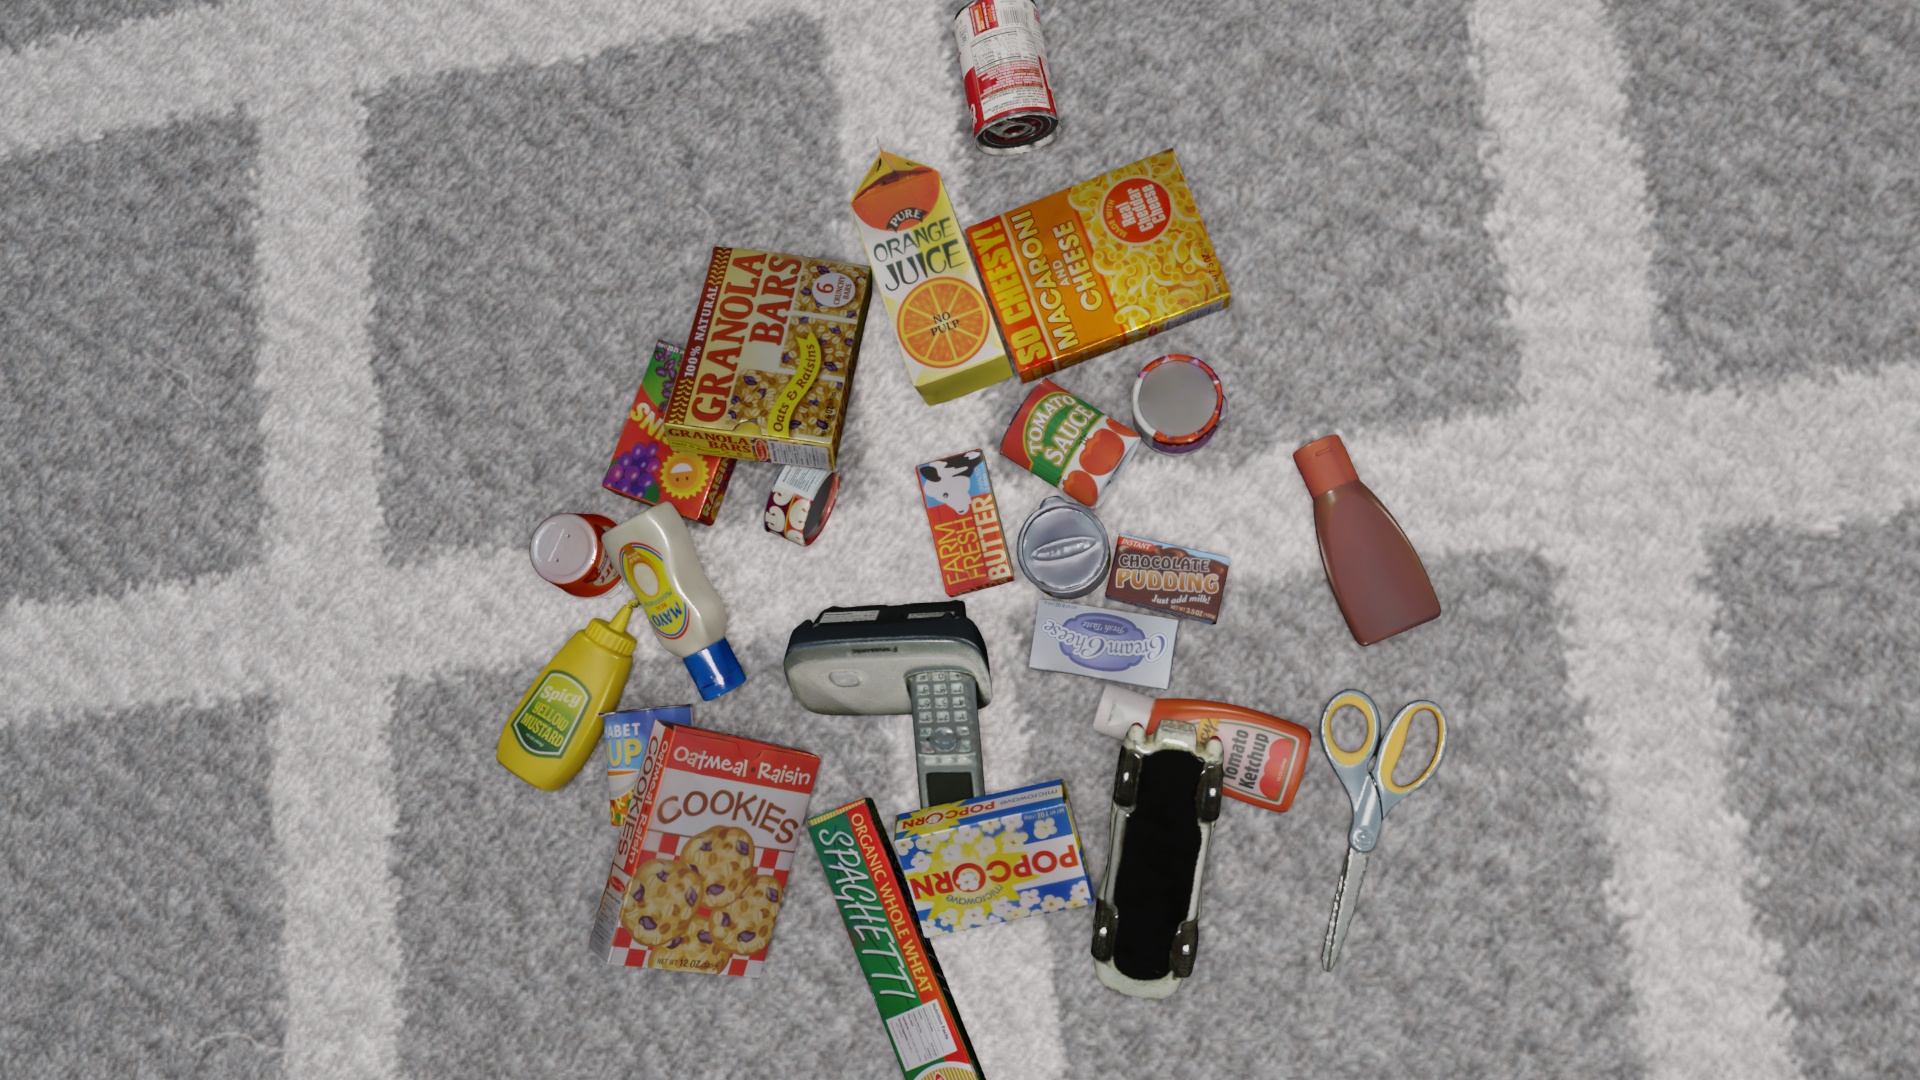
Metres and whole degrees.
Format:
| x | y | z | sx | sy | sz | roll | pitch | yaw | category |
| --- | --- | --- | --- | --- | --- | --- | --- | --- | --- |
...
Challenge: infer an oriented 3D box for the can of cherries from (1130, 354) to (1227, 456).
| x | y | z | sx | sy | sz | roll | pitch | yaw | category |
| --- | --- | --- | --- | --- | --- | --- | --- | --- | --- |
| 0.161 | -0.100 | 1.017 | 0.071 | 0.058 | 0.071 | -1 | 83 | 8 | can of cherries |

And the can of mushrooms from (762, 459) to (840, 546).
| x | y | z | sx | sy | sz | roll | pitch | yaw | category |
| --- | --- | --- | --- | --- | --- | --- | --- | --- | --- |
| -0.119 | -0.029 | 1.044 | 0.033 | 0.071 | 0.071 | 22 | 87 | 9 | can of mushrooms |

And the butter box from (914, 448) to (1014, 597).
| x | y | z | sx | sy | sz | roll | pitch | yaw | category |
| --- | --- | --- | --- | --- | --- | --- | --- | --- | --- |
| 0.004 | -0.013 | 1.045 | 0.053 | 0.024 | 0.103 | -14 | 81 | 5 | butter box |

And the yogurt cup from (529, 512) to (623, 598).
| x | y | z | sx | sy | sz | roll | pitch | yaw | category |
| --- | --- | --- | --- | --- | --- | --- | --- | --- | --- |
| -0.295 | 0.009 | 1.068 | 0.072 | 0.054 | 0.072 | -1 | 82 | 8 | yogurt cup |

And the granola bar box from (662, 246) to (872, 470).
| x | y | z | sx | sy | sz | roll | pitch | yaw | category |
| --- | --- | --- | --- | --- | --- | --- | --- | --- | --- |
| -0.141 | -0.139 | 1.039 | 0.124 | 0.039 | 0.166 | 8 | 62 | 3 | granola bar box |

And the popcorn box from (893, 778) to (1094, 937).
| x | y | z | sx | sy | sz | roll | pitch | yaw | category |
| --- | --- | --- | --- | --- | --- | --- | --- | --- | --- |
| 0.024 | 0.226 | 0.988 | 0.127 | 0.038 | 0.085 | -13 | 109 | 6 | popcorn box |

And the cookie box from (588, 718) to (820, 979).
| x | y | z | sx | sy | sz | roll | pitch | yaw | category |
| --- | --- | --- | --- | --- | --- | --- | --- | --- | --- |
| -0.180 | 0.222 | 0.995 | 0.123 | 0.040 | 0.167 | 19 | 84 | -35 | cookie box |

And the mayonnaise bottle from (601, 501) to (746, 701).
| x | y | z | sx | sy | sz | roll | pitch | yaw | category |
| --- | --- | --- | --- | --- | --- | --- | --- | --- | --- |
| -0.210 | 0.048 | 1.044 | 0.064 | 0.041 | 0.148 | -25 | 94 | 31 | mayonnaise bottle |

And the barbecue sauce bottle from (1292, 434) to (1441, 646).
| x | y | z | sx | sy | sz | roll | pitch | yaw | category |
| --- | --- | --- | --- | --- | --- | --- | --- | --- | --- |
| 0.285 | -0.003 | 0.995 | 0.065 | 0.043 | 0.148 | -23 | 80 | 4 | barbecue sauce bottle |

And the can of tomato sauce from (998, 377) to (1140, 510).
| x | y | z | sx | sy | sz | roll | pitch | yaw | category |
| --- | --- | --- | --- | --- | --- | --- | --- | --- | --- |
| 0.080 | -0.071 | 1.018 | 0.083 | 0.071 | 0.071 | 32 | 88 | 10 | can of tomato sauce |

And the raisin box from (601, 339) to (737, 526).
| x | y | z | sx | sy | sz | roll | pitch | yaw | category |
| --- | --- | --- | --- | --- | --- | --- | --- | --- | --- |
| -0.214 | -0.083 | 1.077 | 0.086 | 0.040 | 0.123 | 19 | 84 | 9 | raisin box |

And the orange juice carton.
| x | y | z | sx | sy | sz | roll | pitch | yaw | category |
| --- | --- | --- | --- | --- | --- | --- | --- | --- | --- |
| -0.027 | -0.207 | 1.050 | 0.073 | 0.072 | 0.193 | -20 | 81 | 4 | orange juice carton |

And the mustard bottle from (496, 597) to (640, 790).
| x | y | z | sx | sy | sz | roll | pitch | yaw | category |
| --- | --- | --- | --- | --- | --- | --- | --- | --- | --- |
| -0.289 | 0.110 | 1.057 | 0.065 | 0.049 | 0.160 | 29 | 88 | 9 | mustard bottle |

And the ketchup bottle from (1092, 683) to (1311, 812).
| x | y | z | sx | sy | sz | roll | pitch | yaw | category |
| --- | --- | --- | --- | --- | --- | --- | --- | --- | --- |
| 0.170 | 0.142 | 0.992 | 0.149 | 0.043 | 0.064 | 17 | 93 | 10 | ketchup bottle |

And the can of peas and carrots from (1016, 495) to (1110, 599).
| x | y | z | sx | sy | sz | roll | pitch | yaw | category |
| --- | --- | --- | --- | --- | --- | --- | --- | --- | --- |
| 0.076 | 0.006 | 1.015 | 0.071 | 0.058 | 0.071 | -1 | 82 | 8 | can of peas and carrots |

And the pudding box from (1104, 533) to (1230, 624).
| x | y | z | sx | sy | sz | roll | pitch | yaw | category |
| --- | --- | --- | --- | --- | --- | --- | --- | --- | --- |
| 0.152 | 0.028 | 1.016 | 0.084 | 0.030 | 0.049 | 14 | 84 | 9 | pudding box |

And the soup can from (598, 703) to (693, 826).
| x | y | z | sx | sy | sz | roll | pitch | yaw | category |
| --- | --- | --- | --- | --- | --- | --- | --- | --- | --- |
| -0.232 | 0.166 | 1.031 | 0.071 | 0.071 | 0.084 | -7 | 82 | 7 | soup can |

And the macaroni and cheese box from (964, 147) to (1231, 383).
| x | y | z | sx | sy | sz | roll | pitch | yaw | category |
| --- | --- | --- | --- | --- | --- | --- | --- | --- | --- |
| 0.103 | -0.205 | 1.048 | 0.166 | 0.040 | 0.124 | -20 | 81 | 4 | macaroni and cheese box |

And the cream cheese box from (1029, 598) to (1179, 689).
| x | y | z | sx | sy | sz | roll | pitch | yaw | category |
| --- | --- | --- | --- | --- | --- | --- | --- | --- | --- |
| 0.105 | 0.076 | 1.019 | 0.104 | 0.024 | 0.053 | 8 | 85 | 9 | cream cheese box |

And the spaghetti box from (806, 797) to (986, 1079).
| x | y | z | sx | sy | sz | roll | pitch | yaw | category |
| --- | --- | --- | --- | --- | --- | --- | --- | --- | --- |
| -0.042 | 0.310 | 1.007 | 0.050 | 0.028 | 0.250 | -24 | 80 | 4 | spaghetti box |
